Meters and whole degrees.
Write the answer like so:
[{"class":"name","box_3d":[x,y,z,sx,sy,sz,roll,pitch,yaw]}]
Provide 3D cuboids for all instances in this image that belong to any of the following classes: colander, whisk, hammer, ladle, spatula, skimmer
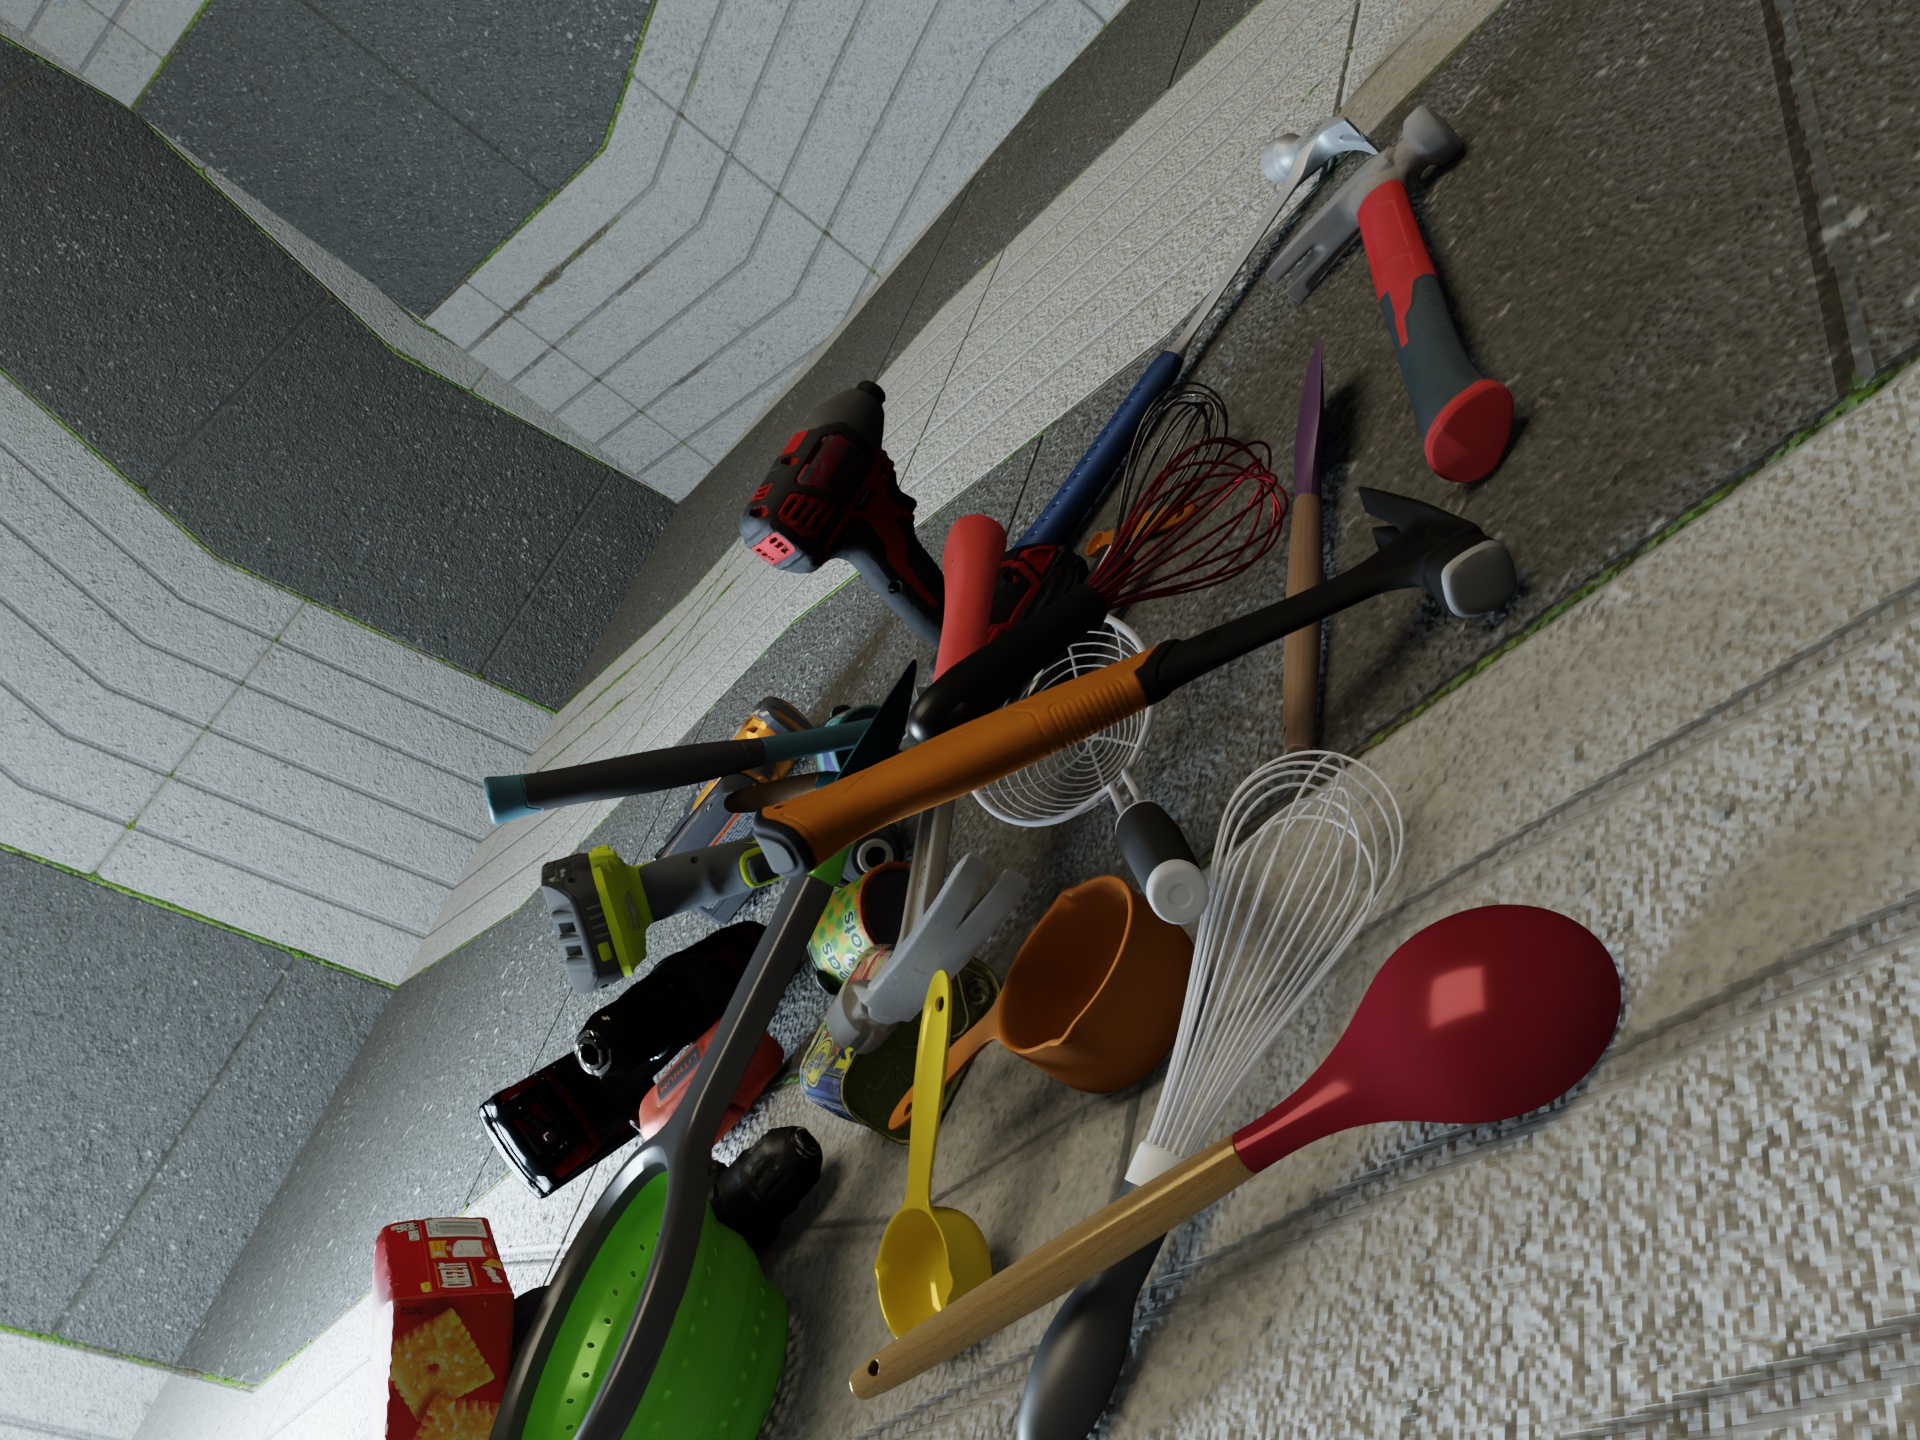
[{"class":"colander","box_3d":[-0.114,0.243,0.797,0.397,0.094,0.204,-64,16,-12]},{"class":"whisk","box_3d":[0.098,-0.106,1.003,0.239,0.055,0.055,-61,18,-1]},{"class":"whisk","box_3d":[0.078,-0.068,0.814,0.296,0.073,0.073,-37,6,-34]},{"class":"hammer","box_3d":[0.066,-0.015,0.706,0.337,0.034,0.127,-24,20,0]},{"class":"ladle","box_3d":[0.076,0.158,0.538,0.315,0.031,0.069,-39,46,21]},{"class":"spatula","box_3d":[-0.093,0.031,0.917,0.082,0.044,0.317,-59,18,-20]},{"class":"spatula","box_3d":[0.178,-0.094,0.823,0.059,0.018,0.316,96,-174,-46]},{"class":"hammer","box_3d":[0.240,-0.226,0.888,0.143,0.038,0.387,-44,21,32]},{"class":"hammer","box_3d":[-0.146,0.024,1.045,0.128,0.331,0.033,-25,77,64]},{"class":"whisk","box_3d":[0.087,0.138,0.592,0.285,0.070,0.070,-63,19,-12]},{"class":"skimmer","box_3d":[0.054,0.018,0.746,0.127,0.090,0.363,-51,6,6]},{"class":"hammer","box_3d":[-0.001,-0.003,0.847,0.149,0.036,0.359,-53,19,39]},{"class":"hammer","box_3d":[0.164,-0.277,1.171,0.405,0.035,0.144,-55,18,-3]}]

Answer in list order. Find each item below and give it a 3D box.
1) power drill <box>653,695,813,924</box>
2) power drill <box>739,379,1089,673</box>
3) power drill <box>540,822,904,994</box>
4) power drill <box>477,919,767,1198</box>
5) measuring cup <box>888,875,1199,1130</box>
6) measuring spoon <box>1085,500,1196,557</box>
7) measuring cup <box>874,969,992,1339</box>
[{"class":"power drill","box_3d":[-0.205,0.089,1.370,0.185,0.084,0.226,-50,14,14]},{"class":"power drill","box_3d":[-0.029,-0.122,1.075,0.078,0.219,0.143,-18,40,61]},{"class":"power drill","box_3d":[-0.149,0.102,1.036,0.228,0.080,0.190,-17,6,-13]},{"class":"power drill","box_3d":[-0.233,0.233,1.082,0.226,0.080,0.188,-43,-10,28]},{"class":"measuring cup","box_3d":[0.037,0.145,0.710,0.173,0.052,0.095,-47,19,27]},{"class":"measuring spoon","box_3d":[0.120,-0.126,1.055,0.117,0.011,0.021,-13,49,58]},{"class":"measuring cup","box_3d":[-0.005,0.188,0.687,0.062,0.029,0.157,-17,63,54]}]
